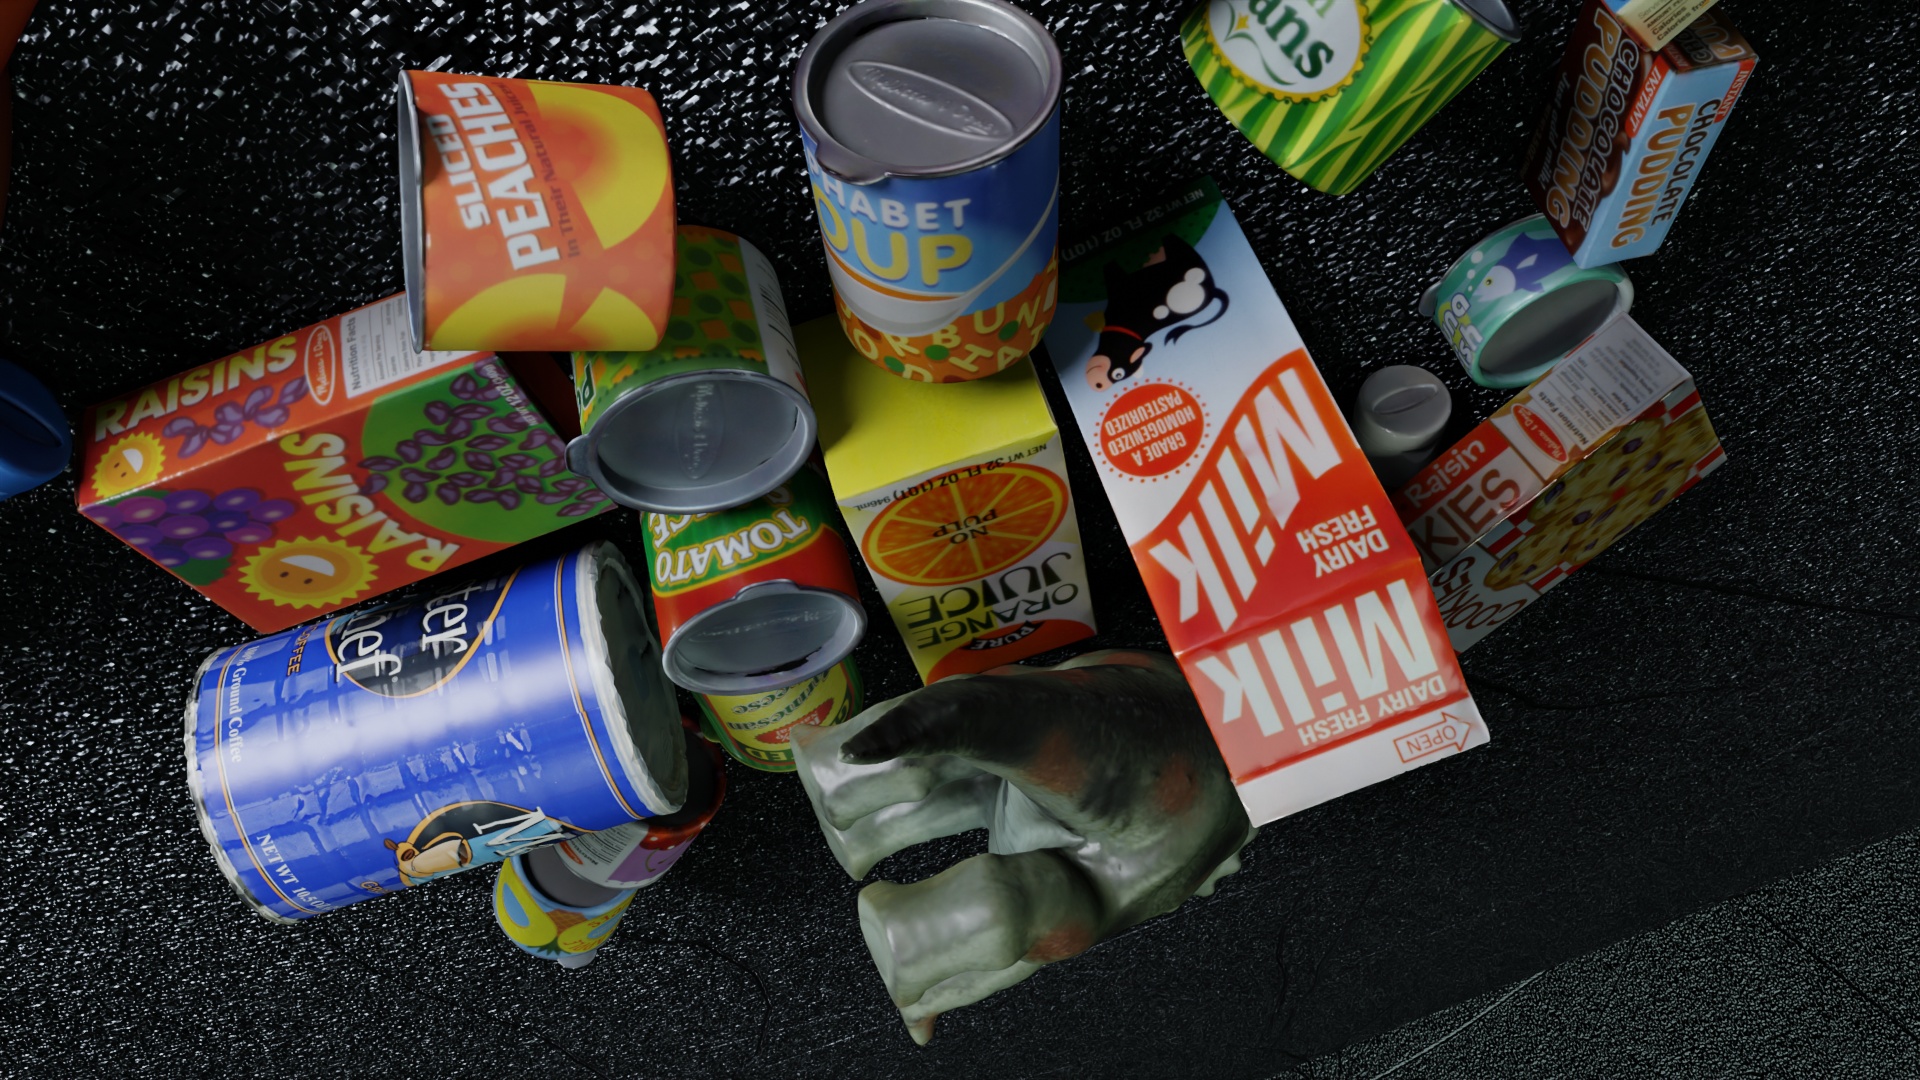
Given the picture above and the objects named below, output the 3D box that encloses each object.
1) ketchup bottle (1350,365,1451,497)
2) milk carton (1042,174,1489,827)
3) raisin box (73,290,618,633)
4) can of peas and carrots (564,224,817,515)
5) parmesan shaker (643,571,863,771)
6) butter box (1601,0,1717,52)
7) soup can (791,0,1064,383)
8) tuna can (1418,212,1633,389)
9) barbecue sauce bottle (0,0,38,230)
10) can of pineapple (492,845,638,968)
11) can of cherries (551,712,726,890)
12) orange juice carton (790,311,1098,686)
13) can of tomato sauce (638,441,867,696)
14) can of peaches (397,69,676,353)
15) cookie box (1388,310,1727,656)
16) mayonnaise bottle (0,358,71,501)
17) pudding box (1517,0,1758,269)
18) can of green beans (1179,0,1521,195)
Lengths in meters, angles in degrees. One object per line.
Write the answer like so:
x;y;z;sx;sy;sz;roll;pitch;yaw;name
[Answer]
0.184;-0.020;0.613;0.065;0.044;0.148;-21;149;-5;ketchup bottle
0.086;-0.011;0.428;0.072;0.191;0.073;-23;149;9;milk carton
-0.179;-0.024;0.417;0.123;0.040;0.085;-20;150;1;raisin box
-0.083;-0.049;0.408;0.071;0.059;0.070;-13;149;-8;can of peas and carrots
-0.082;0.043;0.549;0.071;0.071;0.102;-17;149;-3;parmesan shaker
0.205;-0.181;0.354;0.024;0.053;0.103;18;133;-41;butter box
-0.008;-0.090;0.371;0.071;0.071;0.083;-15;149;-6;soup can
0.214;-0.089;0.527;0.071;0.033;0.070;-14;149;-8;tuna can
-0.233;-0.082;0.290;0.065;0.044;0.148;18;133;-44;barbecue sauce bottle
-0.192;0.167;0.687;0.071;0.071;0.057;0;145;-28;can of pineapple
-0.146;0.116;0.636;0.071;0.072;0.058;5;141;-34;can of cherries
0.002;-0.006;0.508;0.072;0.073;0.192;-18;150;0;orange juice carton
-0.073;-0.001;0.466;0.071;0.083;0.071;-13;149;-8;can of tomato sauce
-0.104;-0.079;0.339;0.058;0.071;0.071;-3;146;-24;can of peaches
0.226;-0.008;0.578;0.167;0.040;0.123;-42;149;19;cookie box
-0.314;-0.005;0.373;0.148;0.041;0.064;-22;147;8;mayonnaise bottle
0.211;-0.132;0.439;0.030;0.050;0.083;-14;149;-5;pudding box
0.100;-0.134;0.362;0.071;0.071;0.057;11;139;-39;can of green beans
